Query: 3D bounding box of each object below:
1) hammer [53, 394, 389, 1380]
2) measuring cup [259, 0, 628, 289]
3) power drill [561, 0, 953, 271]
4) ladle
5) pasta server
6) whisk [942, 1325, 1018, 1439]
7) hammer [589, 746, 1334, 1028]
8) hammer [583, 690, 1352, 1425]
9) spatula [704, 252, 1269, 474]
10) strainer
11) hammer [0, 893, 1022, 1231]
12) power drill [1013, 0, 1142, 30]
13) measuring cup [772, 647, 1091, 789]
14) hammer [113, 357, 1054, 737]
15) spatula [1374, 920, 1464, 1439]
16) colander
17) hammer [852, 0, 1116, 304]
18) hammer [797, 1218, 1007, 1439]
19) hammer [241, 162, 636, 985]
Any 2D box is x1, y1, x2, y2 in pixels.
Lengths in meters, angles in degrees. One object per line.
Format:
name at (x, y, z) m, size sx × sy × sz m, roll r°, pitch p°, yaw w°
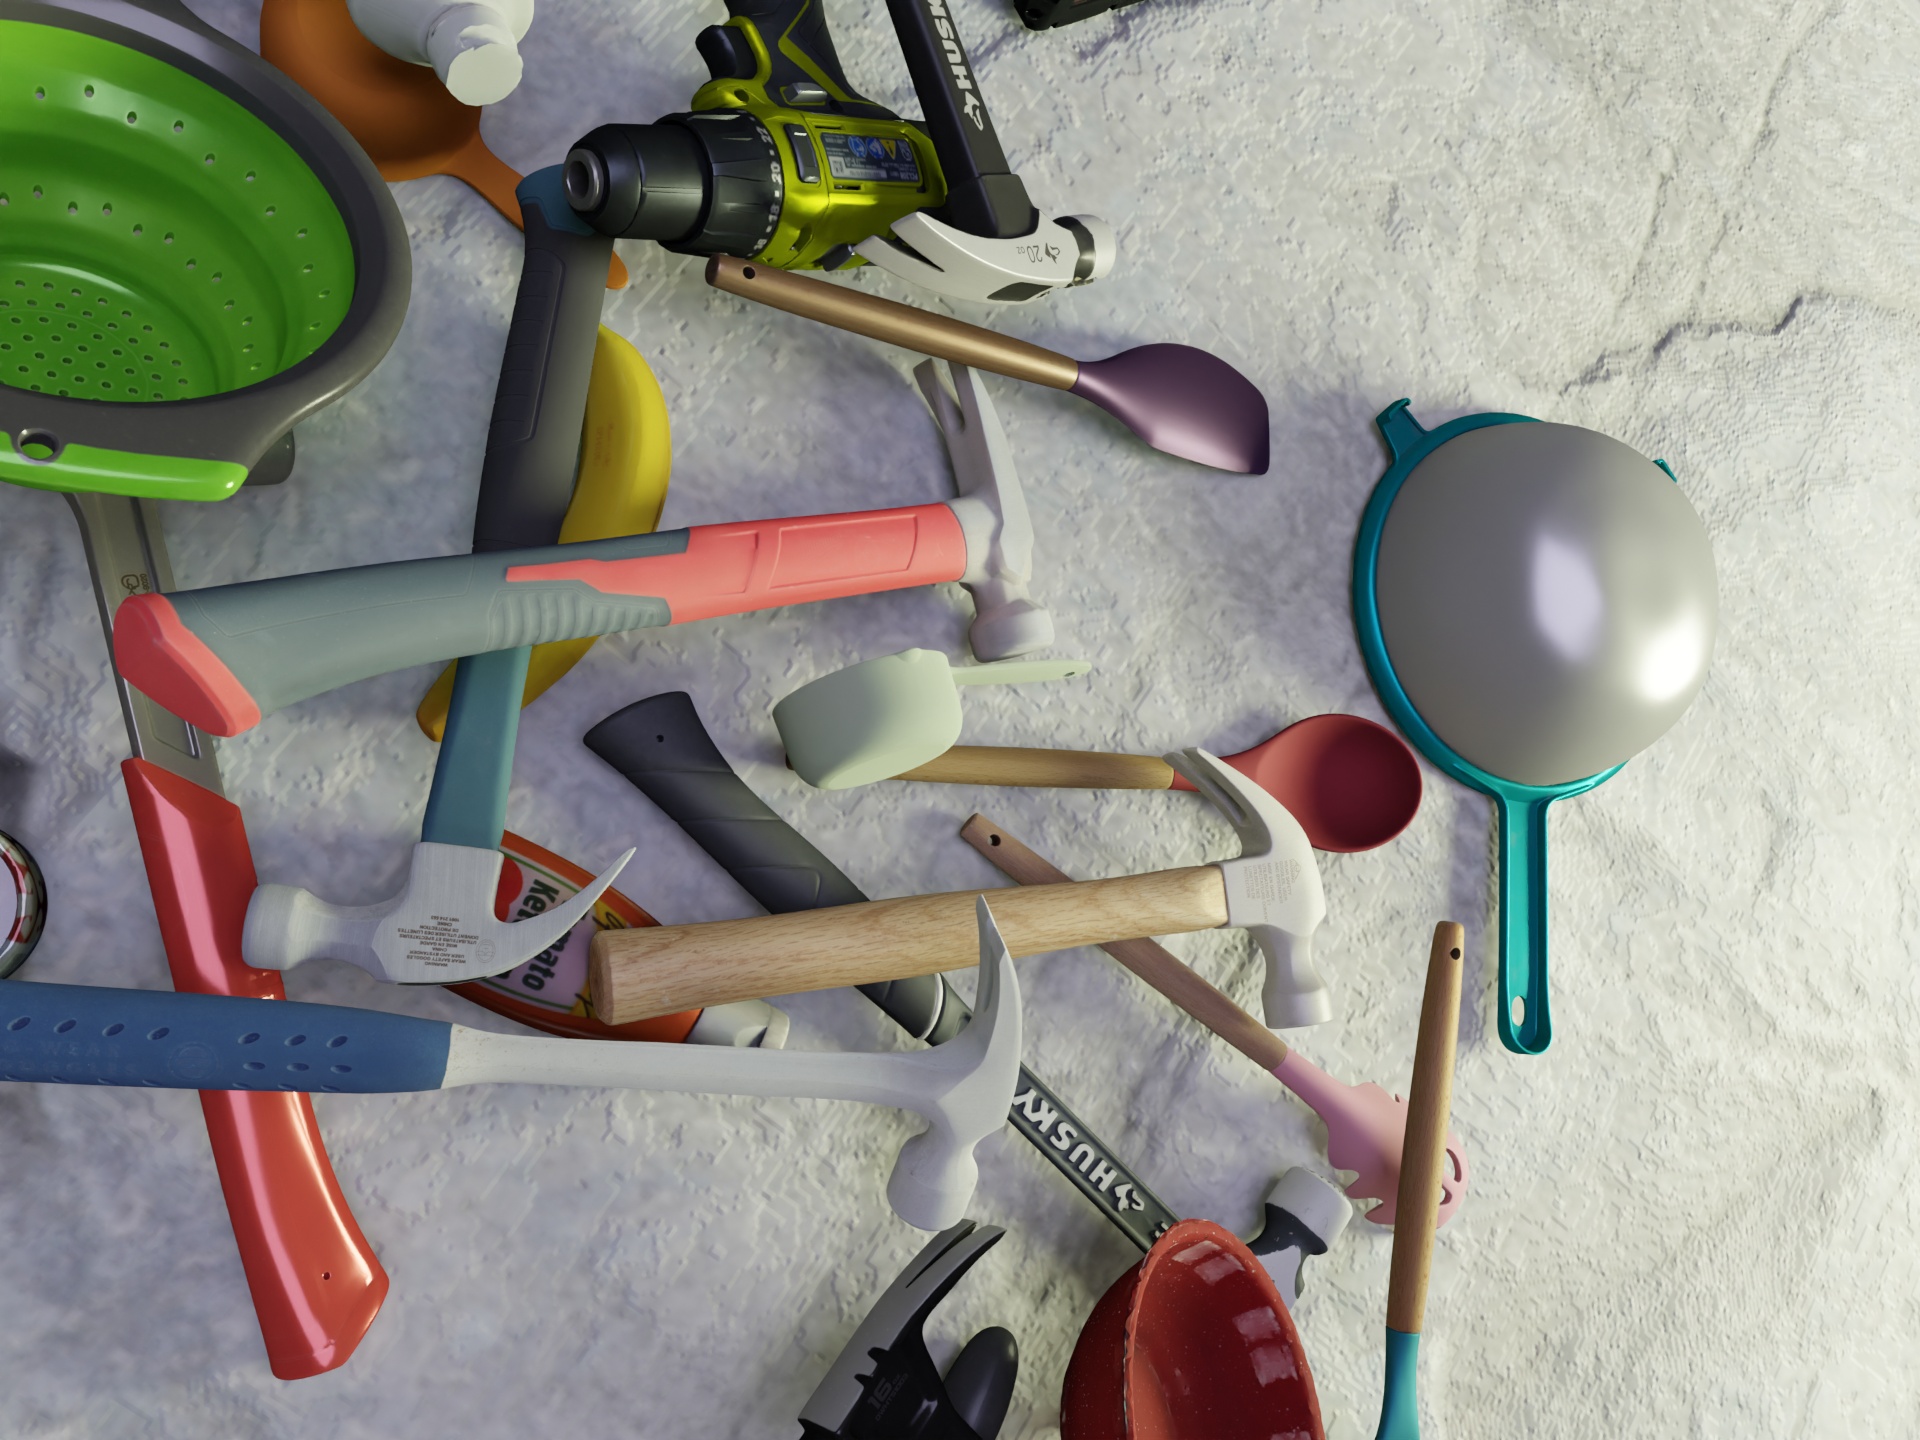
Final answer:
hammer at (-0.281, 0.061, 0.572) m, size 0.149 × 0.037 × 0.359 m, roll -13°, pitch 91°, yaw -43°
measuring cup at (-0.203, -0.244, 0.649) m, size 0.173 × 0.052 × 0.095 m, roll 38°, pitch 71°, yaw -11°
power drill at (-0.103, -0.297, 0.659) m, size 0.190 × 0.080 × 0.228 m, roll -17°, pitch 89°, yaw -46°
ladle at (0.073, 0.025, 0.740) m, size 0.315 × 0.031 × 0.069 m, roll 3°, pitch 77°, yaw -20°
pasta server at (0.124, 0.143, 0.747) m, size 0.316 × 0.040 × 0.060 m, roll 38°, pitch 71°, yaw -9°
whisk at (-0.042, 0.380, 0.633) m, size 0.070 × 0.070 × 0.285 m, roll 33°, pitch 68°, yaw -15°
hammer at (0.012, 0.083, 0.666) m, size 0.331 × 0.031 × 0.130 m, roll -4°, pitch 82°, yaw -25°
hammer at (-0.005, 0.140, 0.690) m, size 0.408 × 0.036 × 0.149 m, roll 45°, pitch 71°, yaw -10°
spatula at (0.029, -0.164, 0.718) m, size 0.315 × 0.018 × 0.060 m, roll 6°, pitch 78°, yaw -35°
strainer at (0.309, -0.003, 0.800) m, size 0.211 × 0.095 × 0.340 m, roll 8°, pitch 79°, yaw -21°
hammer at (-0.167, 0.112, 0.554) m, size 0.405 × 0.035 × 0.144 m, roll 8°, pitch 117°, yaw -21°
power drill at (0.056, -0.473, 0.774) m, size 0.188 × 0.080 × 0.227 m, roll -27°, pitch 91°, yaw -23°
measuring cup at (-0.001, -0.002, 0.682) m, size 0.167 × 0.083 × 0.038 m, roll -7°, pitch 74°, yaw -39°
hammer at (-0.112, -0.069, 0.595) m, size 0.386 × 0.038 × 0.143 m, roll -14°, pitch 87°, yaw -46°
spatula at (0.199, 0.249, 0.731) m, size 0.082 × 0.044 × 0.317 m, roll 10°, pitch 85°, yaw -15°
colander at (-0.311, -0.213, 0.564) m, size 0.204 × 0.094 × 0.398 m, roll 7°, pitch 54°, yaw -30°
hammer at (-0.035, -0.335, 0.660) m, size 0.146 × 0.035 × 0.335 m, roll -26°, pitch 98°, yaw -50°
hammer at (0.065, 0.362, 0.664) m, size 0.336 × 0.034 × 0.127 m, roll 52°, pitch 57°, yaw -18°
hammer at (-0.173, -0.064, 0.609) m, size 0.128 × 0.033 × 0.331 m, roll 10°, pitch 76°, yaw -15°
